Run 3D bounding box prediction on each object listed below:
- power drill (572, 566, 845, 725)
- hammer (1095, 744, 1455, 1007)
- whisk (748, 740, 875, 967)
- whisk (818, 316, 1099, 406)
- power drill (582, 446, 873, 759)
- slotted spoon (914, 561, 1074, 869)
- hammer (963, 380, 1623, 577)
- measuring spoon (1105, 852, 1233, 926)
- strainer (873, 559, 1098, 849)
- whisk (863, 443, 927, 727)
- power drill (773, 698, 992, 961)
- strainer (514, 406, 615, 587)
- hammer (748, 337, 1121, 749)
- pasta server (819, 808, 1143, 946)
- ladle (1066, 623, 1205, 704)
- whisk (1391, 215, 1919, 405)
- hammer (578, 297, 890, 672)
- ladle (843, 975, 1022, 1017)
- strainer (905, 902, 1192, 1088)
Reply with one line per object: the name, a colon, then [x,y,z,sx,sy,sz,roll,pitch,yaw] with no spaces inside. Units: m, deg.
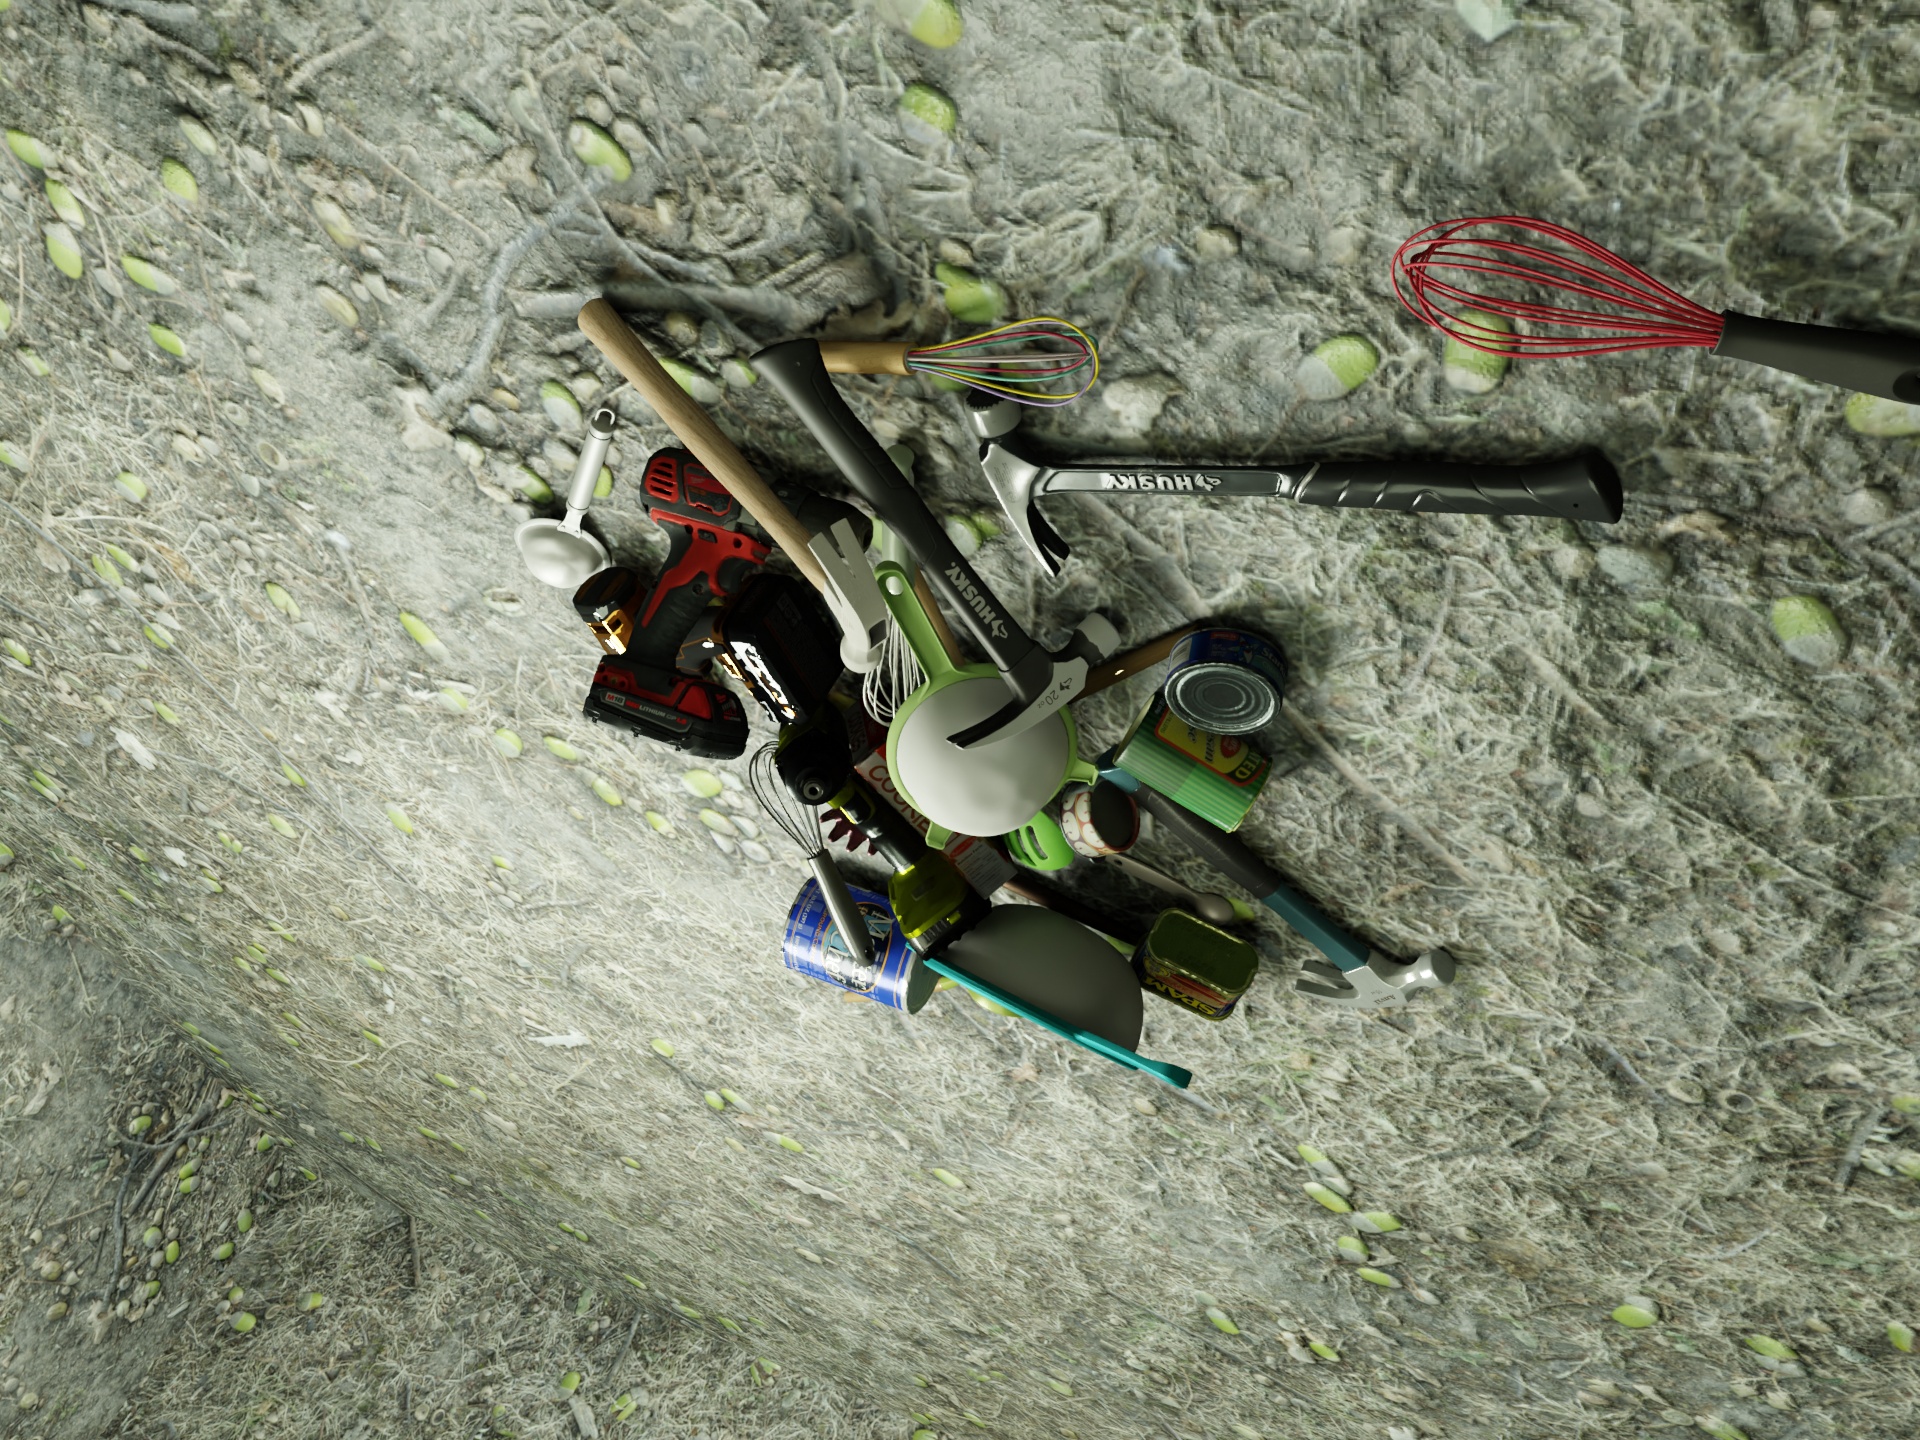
power drill: [-0.209,-0.049,1.374,0.226,0.084,0.185,5,140,36]
hammer: [0.245,0.129,1.304,0.331,0.033,0.128,39,142,-11]
whisk: [-0.135,0.129,1.494,0.055,0.055,0.239,-14,106,43]
whisk: [-0.014,-0.242,1.044,0.245,0.051,0.047,10,155,34]
power drill: [-0.177,-0.086,1.213,0.188,0.227,0.080,17,-179,18]
slotted spoon: [0.014,0.000,1.277,0.070,0.031,0.313,-2,121,43]
hammer: [0.201,-0.147,1.011,0.409,0.036,0.149,7,138,29]
measuring spoon: [0.178,0.148,1.382,0.124,0.018,0.034,26,144,6]
strainer: [-0.002,-0.004,1.196,0.151,0.069,0.256,-23,121,8]
whisk: [-0.046,-0.095,1.204,0.059,0.058,0.246,0,125,-2]
power drill: [-0.073,0.092,1.360,0.080,0.171,0.223,-38,107,7]
strainer: [-0.325,-0.176,1.337,0.086,0.050,0.258,20,142,-13]
hammer: [-0.032,-0.127,1.112,0.334,0.146,0.035,50,171,-22]
pasta server: [0.020,0.140,1.467,0.316,0.040,0.060,24,116,6]
ladle: [0.077,-0.017,1.256,0.069,0.031,0.315,44,140,-17]
whisk: [0.368,-0.204,0.815,0.296,0.073,0.073,15,141,10]
hammer: [-0.163,-0.180,1.128,0.331,0.031,0.130,48,162,12]
ladle: [-0.029,0.289,1.661,0.320,0.078,0.062,-20,78,51]
strainer: [0.107,0.224,1.343,0.210,0.095,0.340,30,171,-24]
